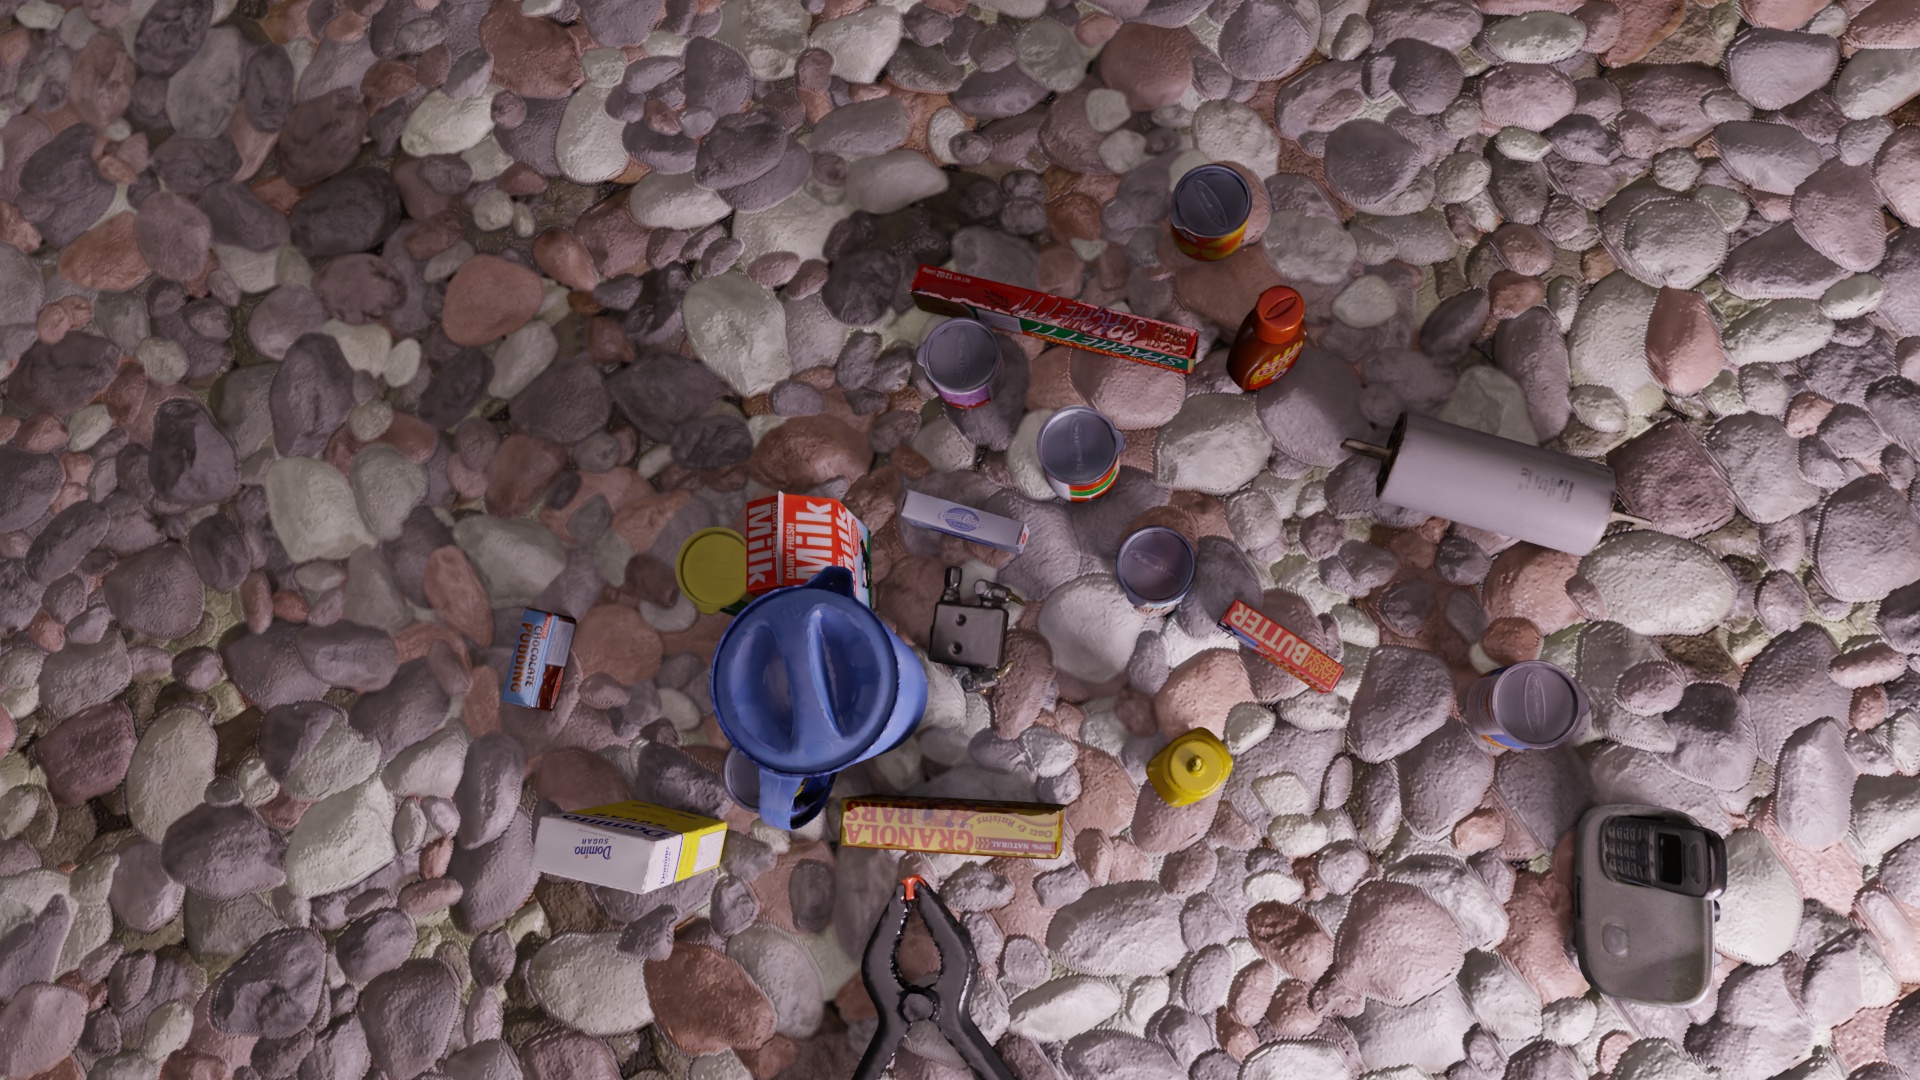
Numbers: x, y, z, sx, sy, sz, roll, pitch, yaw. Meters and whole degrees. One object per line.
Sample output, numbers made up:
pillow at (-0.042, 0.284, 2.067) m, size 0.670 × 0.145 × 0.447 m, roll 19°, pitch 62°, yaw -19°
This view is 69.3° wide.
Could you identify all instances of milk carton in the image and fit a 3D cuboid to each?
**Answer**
milk carton at (-0.123, 0.012, 1.109) m, size 0.073 × 0.190 × 0.072 m, roll -3°, pitch 81°, yaw 7°

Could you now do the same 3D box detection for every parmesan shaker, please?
parmesan shaker at (-0.190, 0.032, 1.158) m, size 0.071 × 0.103 × 0.071 m, roll -1°, pitch 81°, yaw 7°

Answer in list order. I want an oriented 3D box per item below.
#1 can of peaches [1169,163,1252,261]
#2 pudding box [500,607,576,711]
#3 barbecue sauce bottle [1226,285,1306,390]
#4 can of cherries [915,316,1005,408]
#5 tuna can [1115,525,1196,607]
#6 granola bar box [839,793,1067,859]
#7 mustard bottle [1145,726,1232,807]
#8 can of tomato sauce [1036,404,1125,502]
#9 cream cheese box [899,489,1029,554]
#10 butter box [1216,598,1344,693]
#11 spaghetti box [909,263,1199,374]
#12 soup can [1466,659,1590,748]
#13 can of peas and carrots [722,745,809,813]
can of peaches at (0.211, -0.278, 1.186) m, size 0.071 × 0.058 × 0.071 m, roll -1°, pitch 81°, yaw 7°
pudding box at (-0.362, 0.103, 1.194) m, size 0.030 × 0.049 × 0.084 m, roll 11°, pitch 82°, yaw 8°
barbecue sauce bottle at (0.249, -0.165, 1.116) m, size 0.065 × 0.148 × 0.044 m, roll -33°, pitch 79°, yaw 1°
can of cherries at (0.001, -0.152, 1.189) m, size 0.071 × 0.058 × 0.071 m, roll -1°, pitch 81°, yaw 7°
tuna can at (0.161, 0.024, 1.154) m, size 0.071 × 0.033 × 0.071 m, roll -1°, pitch 80°, yaw 7°
granola bar box at (-0.002, 0.224, 1.093) m, size 0.165 × 0.124 × 0.039 m, roll 2°, pitch 81°, yaw 7°
mustard bottle at (0.177, 0.174, 1.062) m, size 0.065 × 0.160 × 0.049 m, roll -37°, pitch 79°, yaw 0°
can of tomato sauce at (0.101, -0.071, 1.151) m, size 0.071 × 0.083 × 0.071 m, roll -1°, pitch 81°, yaw 7°
cream cheese box at (0.004, -0.015, 1.168) m, size 0.104 × 0.053 × 0.024 m, roll 16°, pitch 83°, yaw 9°
butter box at (0.258, 0.086, 1.122) m, size 0.103 × 0.053 × 0.024 m, roll 33°, pitch 86°, yaw 11°
spaghetti box at (0.082, -0.189, 1.190) m, size 0.250 × 0.050 × 0.029 m, roll 15°, pitch 83°, yaw 9°
soup can at (0.438, 0.129, 1.077) m, size 0.071 × 0.083 × 0.071 m, roll -1°, pitch 81°, yaw 7°
can of peas and carrots at (-0.155, 0.191, 1.150) m, size 0.071 × 0.058 × 0.071 m, roll -1°, pitch 81°, yaw 7°
